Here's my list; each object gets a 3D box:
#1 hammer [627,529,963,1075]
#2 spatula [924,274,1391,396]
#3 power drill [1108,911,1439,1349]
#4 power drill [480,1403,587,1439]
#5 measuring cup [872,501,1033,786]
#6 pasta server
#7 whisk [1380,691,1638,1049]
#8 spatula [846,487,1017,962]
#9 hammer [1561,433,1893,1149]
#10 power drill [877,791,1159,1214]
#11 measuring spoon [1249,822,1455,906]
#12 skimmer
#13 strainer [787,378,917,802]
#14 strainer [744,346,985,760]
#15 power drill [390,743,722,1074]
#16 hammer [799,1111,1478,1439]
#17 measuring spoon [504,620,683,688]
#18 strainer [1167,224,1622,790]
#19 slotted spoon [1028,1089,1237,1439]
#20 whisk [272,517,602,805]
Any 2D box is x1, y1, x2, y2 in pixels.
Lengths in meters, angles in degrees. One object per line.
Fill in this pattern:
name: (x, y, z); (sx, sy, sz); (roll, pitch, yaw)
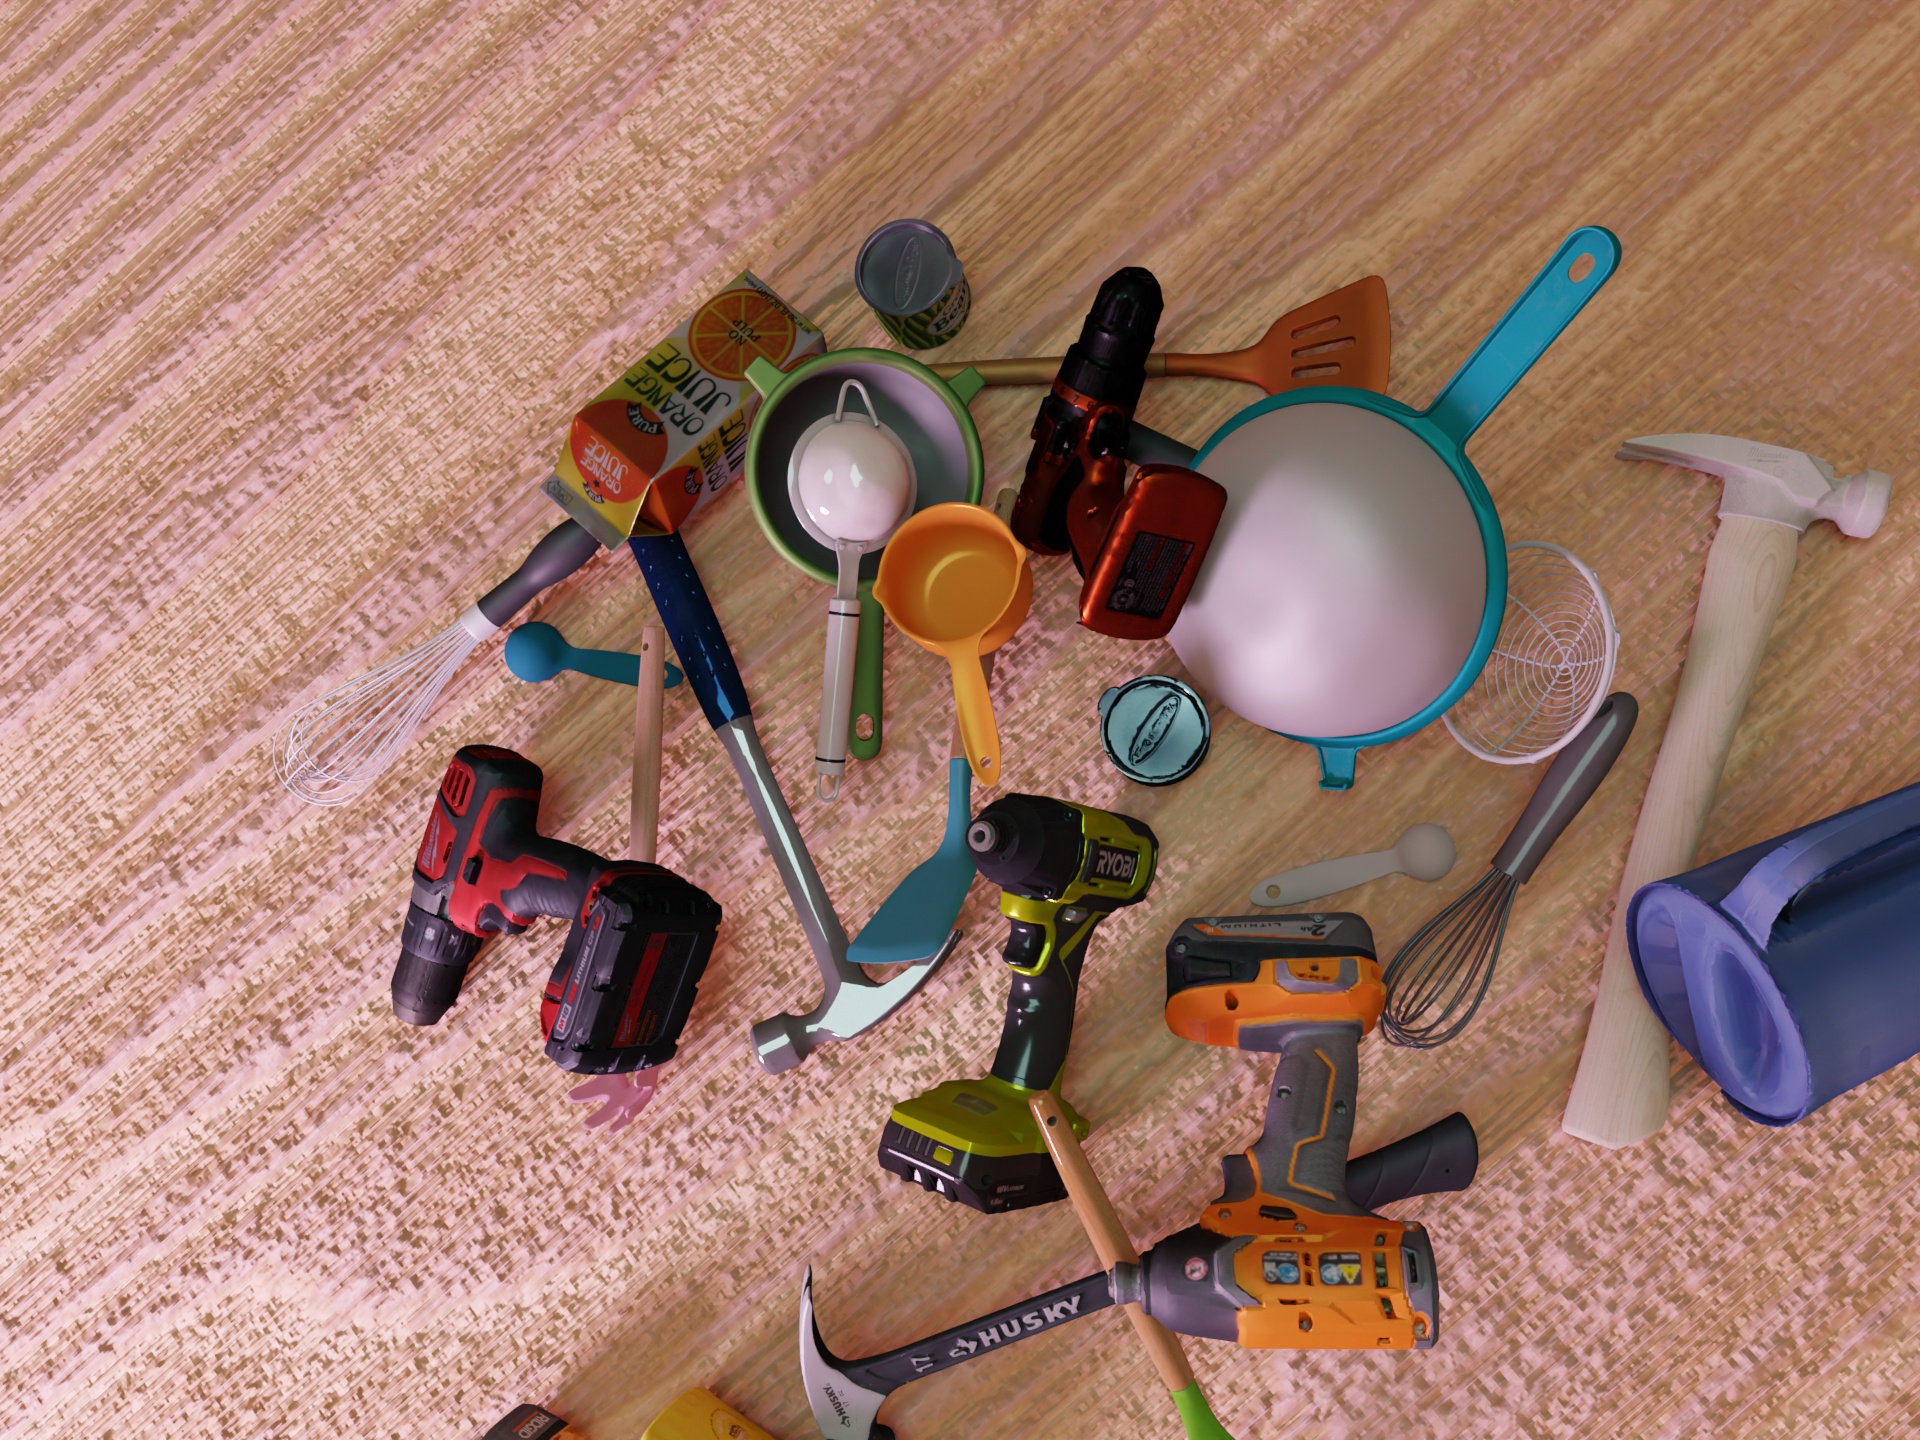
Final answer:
hammer: (-0.135, 0.009, 1.018); (0.144, 0.035, 0.406); (-25, 76, 1)
spatula: (0.105, -0.228, 1.009); (0.322, 0.041, 0.081); (0, 82, 12)
power drill: (0.160, 0.221, 0.858); (0.164, 0.084, 0.227); (-3, 54, 7)
power drill: (-0.212, 0.537, 0.933); (0.226, 0.084, 0.185); (28, 89, 10)
measuring cup: (0.007, -0.041, 0.940); (0.095, 0.052, 0.174); (-14, 75, 13)
pasta server: (-0.206, 0.098, 0.999); (0.060, 0.040, 0.316); (4, 91, 34)
whisk: (0.312, 0.086, 0.900); (0.055, 0.055, 0.239); (33, 96, 14)
spatula: (-0.002, -0.003, 0.969); (0.082, 0.044, 0.318); (-12, 62, 48)
hammer: (0.403, 0.037, 0.909); (0.146, 0.038, 0.411); (16, 85, 15)
power drill: (0.032, 0.153, 0.898); (0.080, 0.171, 0.223); (13, 88, 32)
measuring spoon: (0.232, 0.089, 0.943); (0.124, 0.018, 0.034); (-16, 78, 9)
skimmer: (0.210, -0.102, 0.942); (0.363, 0.090, 0.127); (31, 117, 16)
strainer: (-0.067, -0.076, 0.964); (0.086, 0.050, 0.258); (2, 98, -29)
strainer: (-0.065, -0.105, 1.017); (0.151, 0.069, 0.256); (-1, 97, -14)
power drill: (-0.266, 0.136, 0.978); (0.227, 0.080, 0.188); (26, 98, 36)
hammer: (0.100, 0.311, 0.904); (0.409, 0.036, 0.149); (-23, 110, 2)
measuring spoon: (-0.247, -0.040, 1.058); (0.128, 0.021, 0.042); (10, 83, 11)
strainer: (0.216, -0.118, 0.850); (0.211, 0.095, 0.340); (49, 129, 17)
slotted spoon: (0.108, 0.340, 0.866); (0.070, 0.031, 0.313); (-27, 97, -9)
whisk: (-0.342, -0.046, 1.051); (0.284, 0.070, 0.070); (-40, 76, 5)
